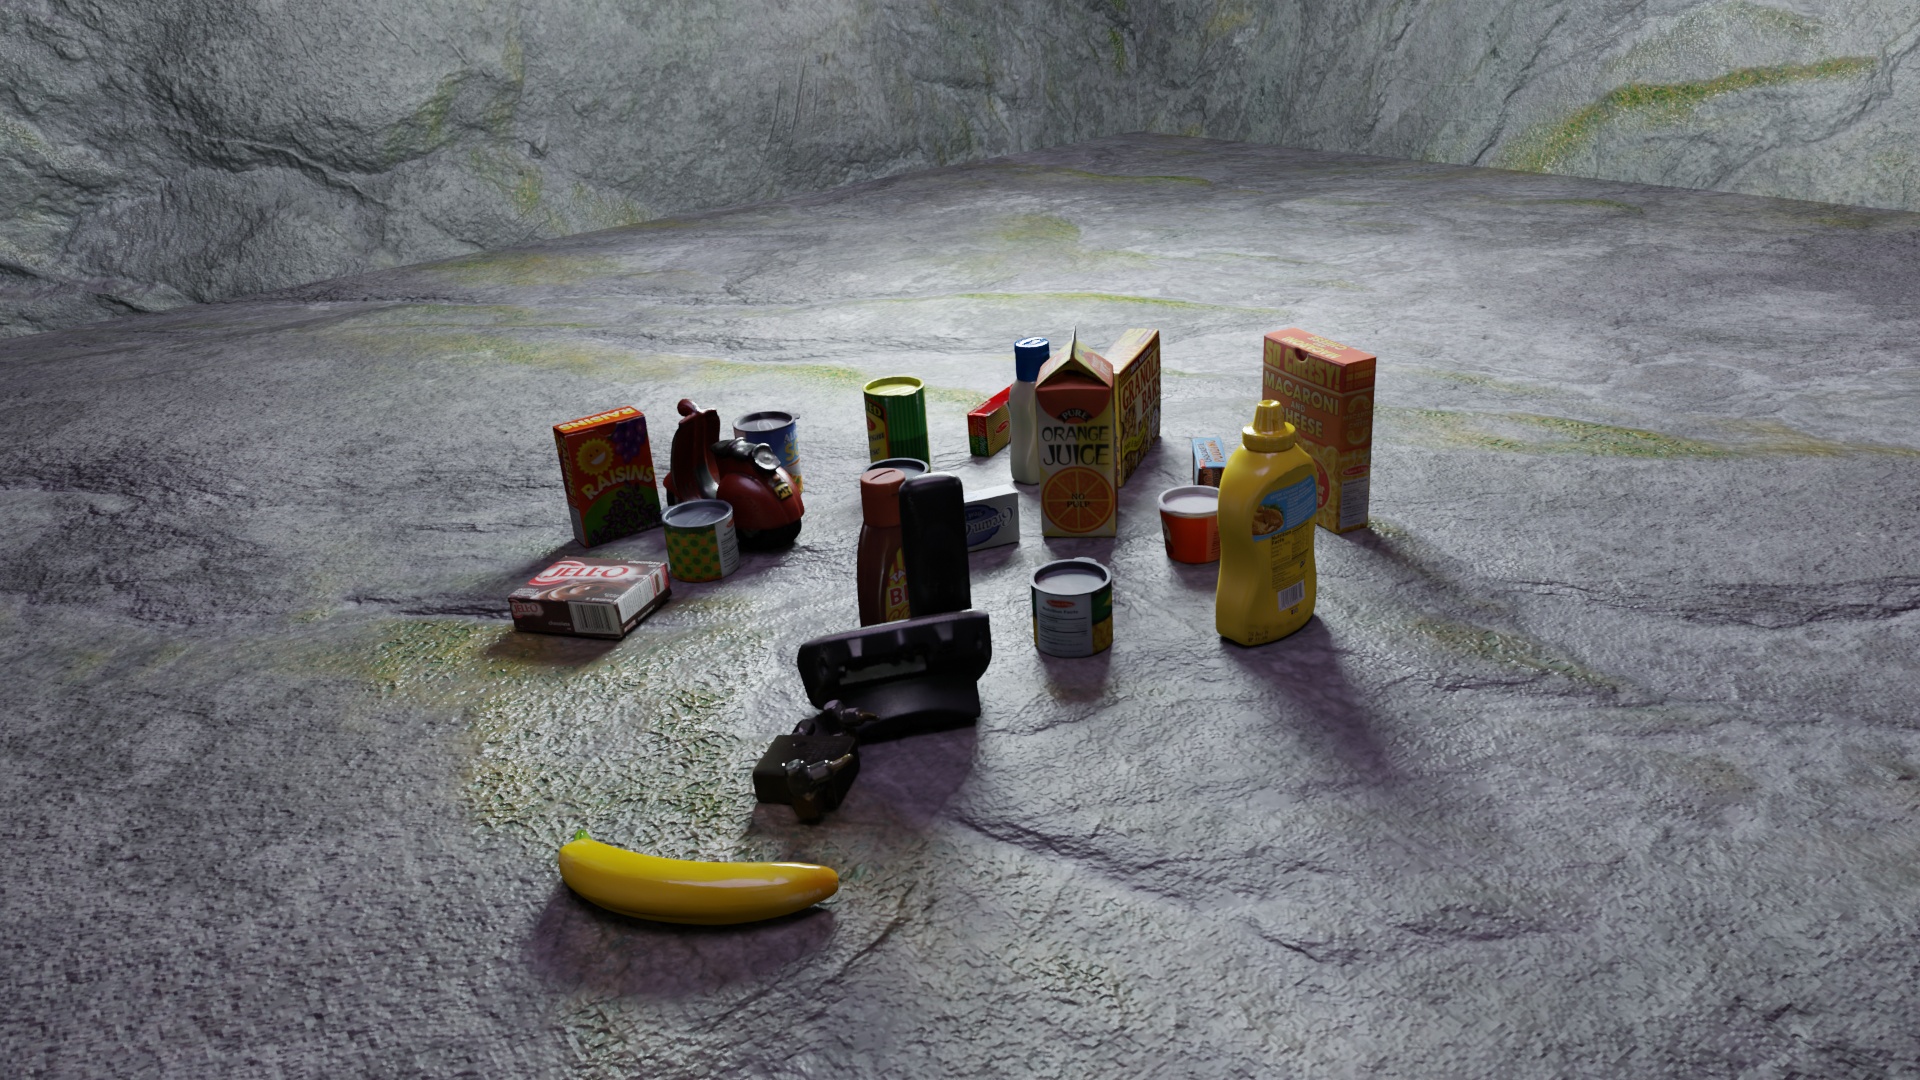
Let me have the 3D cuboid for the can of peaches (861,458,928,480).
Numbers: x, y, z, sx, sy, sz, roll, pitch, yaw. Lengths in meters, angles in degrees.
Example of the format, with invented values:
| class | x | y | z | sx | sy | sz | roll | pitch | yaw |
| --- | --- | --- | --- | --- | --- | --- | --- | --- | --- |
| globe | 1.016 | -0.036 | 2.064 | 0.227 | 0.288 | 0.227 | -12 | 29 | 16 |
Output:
| class | x | y | z | sx | sy | sz | roll | pitch | yaw |
| --- | --- | --- | --- | --- | --- | --- | --- | --- | --- |
| can of peaches | -0.064 | -0.043 | 1.375 | 0.071 | 0.057 | 0.071 | -4 | 24 | 2 |

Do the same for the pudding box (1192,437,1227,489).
| class | x | y | z | sx | sy | sz | roll | pitch | yaw |
| --- | --- | --- | --- | --- | --- | --- | --- | --- | --- |
| pudding box | 0.248 | -0.066 | 1.384 | 0.030 | 0.049 | 0.084 | -2 | 24 | 6 |

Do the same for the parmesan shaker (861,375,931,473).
| class | x | y | z | sx | sy | sz | roll | pitch | yaw |
| --- | --- | --- | --- | --- | --- | --- | --- | --- | --- |
| parmesan shaker | -0.067 | -0.117 | 1.486 | 0.071 | 0.102 | 0.071 | -4 | 24 | 2 |

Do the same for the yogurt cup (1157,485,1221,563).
| class | x | y | z | sx | sy | sz | roll | pitch | yaw |
| --- | --- | --- | --- | --- | --- | --- | --- | --- | --- |
| yogurt cup | 0.214 | -0.014 | 1.267 | 0.072 | 0.053 | 0.073 | -4 | 24 | 2 |

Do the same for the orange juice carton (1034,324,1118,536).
| class | x | y | z | sx | sy | sz | roll | pitch | yaw |
| --- | --- | --- | --- | --- | --- | --- | --- | --- | --- |
| orange juice carton | 0.111 | -0.104 | 1.317 | 0.073 | 0.191 | 0.072 | -1 | 24 | 9 |

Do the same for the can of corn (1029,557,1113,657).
| class | x | y | z | sx | sy | sz | roll | pitch | yaw |
| --- | --- | --- | --- | --- | --- | --- | --- | --- | --- |
| can of corn | 0.092 | 0.054 | 1.130 | 0.071 | 0.058 | 0.071 | -4 | 24 | 2 |

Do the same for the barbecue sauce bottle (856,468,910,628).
| class | x | y | z | sx | sy | sz | roll | pitch | yaw |
| --- | --- | --- | --- | --- | --- | --- | --- | --- | --- |
| barbecue sauce bottle | -0.057 | 0.016 | 1.130 | 0.044 | 0.148 | 0.065 | 15 | 30 | 38 |

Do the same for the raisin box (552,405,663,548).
| class | x | y | z | sx | sy | sz | roll | pitch | yaw |
| --- | --- | --- | --- | --- | --- | --- | --- | --- | --- |
| raisin box | -0.352 | -0.064 | 1.390 | 0.086 | 0.122 | 0.040 | -19 | 28 | -30 |

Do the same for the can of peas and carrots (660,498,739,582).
| class | x | y | z | sx | sy | sz | roll | pitch | yaw |
| --- | --- | --- | --- | --- | --- | --- | --- | --- | --- |
| can of peas and carrots | -0.246 | 0.000 | 1.308 | 0.071 | 0.058 | 0.071 | -4 | 24 | 2 |

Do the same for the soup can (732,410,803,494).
| class | x | y | z | sx | sy | sz | roll | pitch | yaw |
| --- | --- | --- | --- | --- | --- | --- | --- | --- | --- |
| soup can | -0.200 | -0.088 | 1.468 | 0.071 | 0.083 | 0.071 | -4 | 24 | 2 |

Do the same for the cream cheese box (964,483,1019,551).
| class | x | y | z | sx | sy | sz | roll | pitch | yaw |
| --- | --- | --- | --- | --- | --- | --- | --- | --- | --- |
| cream cheese box | 0.005 | -0.016 | 1.309 | 0.104 | 0.053 | 0.024 | -12 | 25 | -18 |

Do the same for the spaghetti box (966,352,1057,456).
| class | x | y | z | sx | sy | sz | roll | pitch | yaw |
| --- | --- | --- | --- | --- | --- | --- | --- | --- | --- |
| spaghetti box | 0.078 | -0.164 | 1.632 | 0.029 | 0.050 | 0.251 | 8 | 27 | 27 |

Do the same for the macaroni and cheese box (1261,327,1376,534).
| class | x | y | z | sx | sy | sz | roll | pitch | yaw |
| --- | --- | --- | --- | --- | --- | --- | --- | --- | --- |
| macaroni and cheese box | 0.335 | -0.105 | 1.314 | 0.040 | 0.165 | 0.124 | -14 | 25 | -21 |

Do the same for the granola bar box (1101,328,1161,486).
| class | x | y | z | sx | sy | sz | roll | pitch | yaw |
| --- | --- | --- | --- | --- | --- | --- | --- | --- | --- |
| granola bar box | 0.176 | -0.144 | 1.480 | 0.039 | 0.123 | 0.166 | 5 | 26 | 21 |

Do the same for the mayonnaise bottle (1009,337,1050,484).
| class | x | y | z | sx | sy | sz | roll | pitch | yaw |
| --- | --- | --- | --- | --- | --- | --- | --- | --- | --- |
| mayonnaise bottle | 0.078 | -0.136 | 1.450 | 0.041 | 0.147 | 0.065 | 17 | 31 | 40 |
